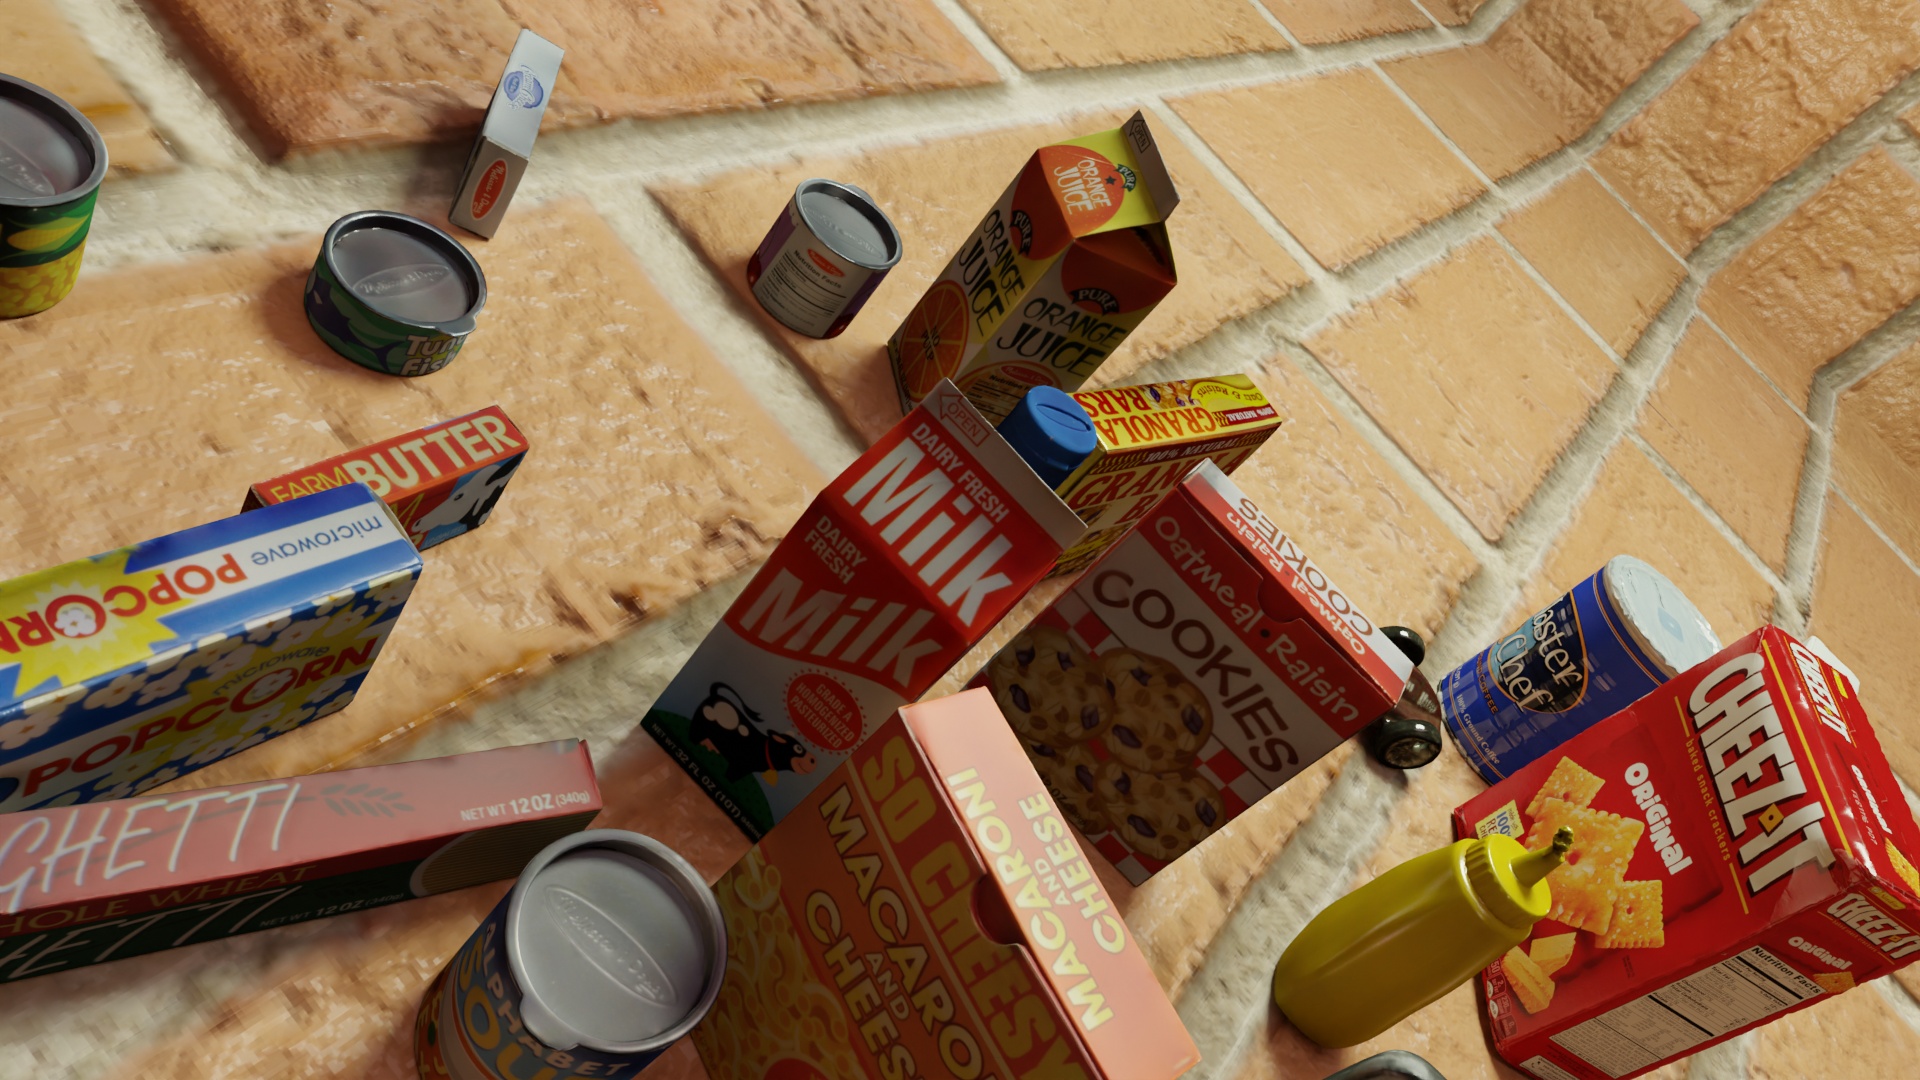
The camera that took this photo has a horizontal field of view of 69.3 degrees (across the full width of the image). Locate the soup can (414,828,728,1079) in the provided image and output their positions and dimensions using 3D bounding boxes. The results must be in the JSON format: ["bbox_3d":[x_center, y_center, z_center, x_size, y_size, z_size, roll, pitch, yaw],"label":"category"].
[{"bbox_3d":[-0.119,0.136,0.414,0.071,0.083,0.072,25,41,-23],"label":"soup can"}]

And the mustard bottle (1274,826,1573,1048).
[{"bbox_3d":[0.209,0.170,0.615,0.049,0.159,0.065,44,37,1],"label":"mustard bottle"}]

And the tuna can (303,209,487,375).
[{"bbox_3d":[-0.235,-0.102,0.582,0.071,0.032,0.071,25,41,-23],"label":"tuna can"}]

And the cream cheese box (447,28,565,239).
[{"bbox_3d":[-0.219,-0.198,0.672,0.024,0.053,0.104,23,41,-25],"label":"cream cheese box"}]

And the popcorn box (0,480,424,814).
[{"bbox_3d":[-0.232,0.036,0.408,0.038,0.085,0.127,51,38,10],"label":"popcorn box"}]

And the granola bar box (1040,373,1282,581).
[{"bbox_3d":[0.076,-0.029,0.718,0.166,0.123,0.039,-13,63,-48],"label":"granola bar box"}]

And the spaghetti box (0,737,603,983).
[{"bbox_3d":[-0.224,0.093,0.388,0.251,0.050,0.029,-2,56,-43],"label":"spaghetti box"}]

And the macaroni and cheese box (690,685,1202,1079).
[{"bbox_3d":[-0.022,0.141,0.429,0.040,0.165,0.124,-9,61,-47],"label":"macaroni and cheese box"}]

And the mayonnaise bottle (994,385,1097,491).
[{"bbox_3d":[0.002,-0.008,0.610,0.065,0.147,0.041,19,43,-29],"label":"mayonnaise bottle"}]

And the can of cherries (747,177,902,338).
[{"bbox_3d":[-0.074,-0.154,0.758,0.071,0.058,0.072,25,41,-23],"label":"can of cherries"}]

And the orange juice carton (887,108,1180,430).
[{"bbox_3d":[0.045,-0.134,0.735,0.073,0.191,0.072,14,46,-34],"label":"orange juice carton"}]

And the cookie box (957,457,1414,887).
[{"bbox_3d":[0.091,0.063,0.607,0.123,0.166,0.040,46,37,3],"label":"cookie box"}]

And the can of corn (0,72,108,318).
[{"bbox_3d":[-0.341,-0.118,0.481,0.071,0.058,0.071,25,41,-23],"label":"can of corn"}]

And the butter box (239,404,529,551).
[{"bbox_3d":[-0.209,-0.012,0.502,0.024,0.053,0.104,49,37,7],"label":"butter box"}]

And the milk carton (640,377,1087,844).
[{"bbox_3d":[-0.034,0.026,0.510,0.072,0.189,0.074,46,37,4],"label":"milk carton"}]
